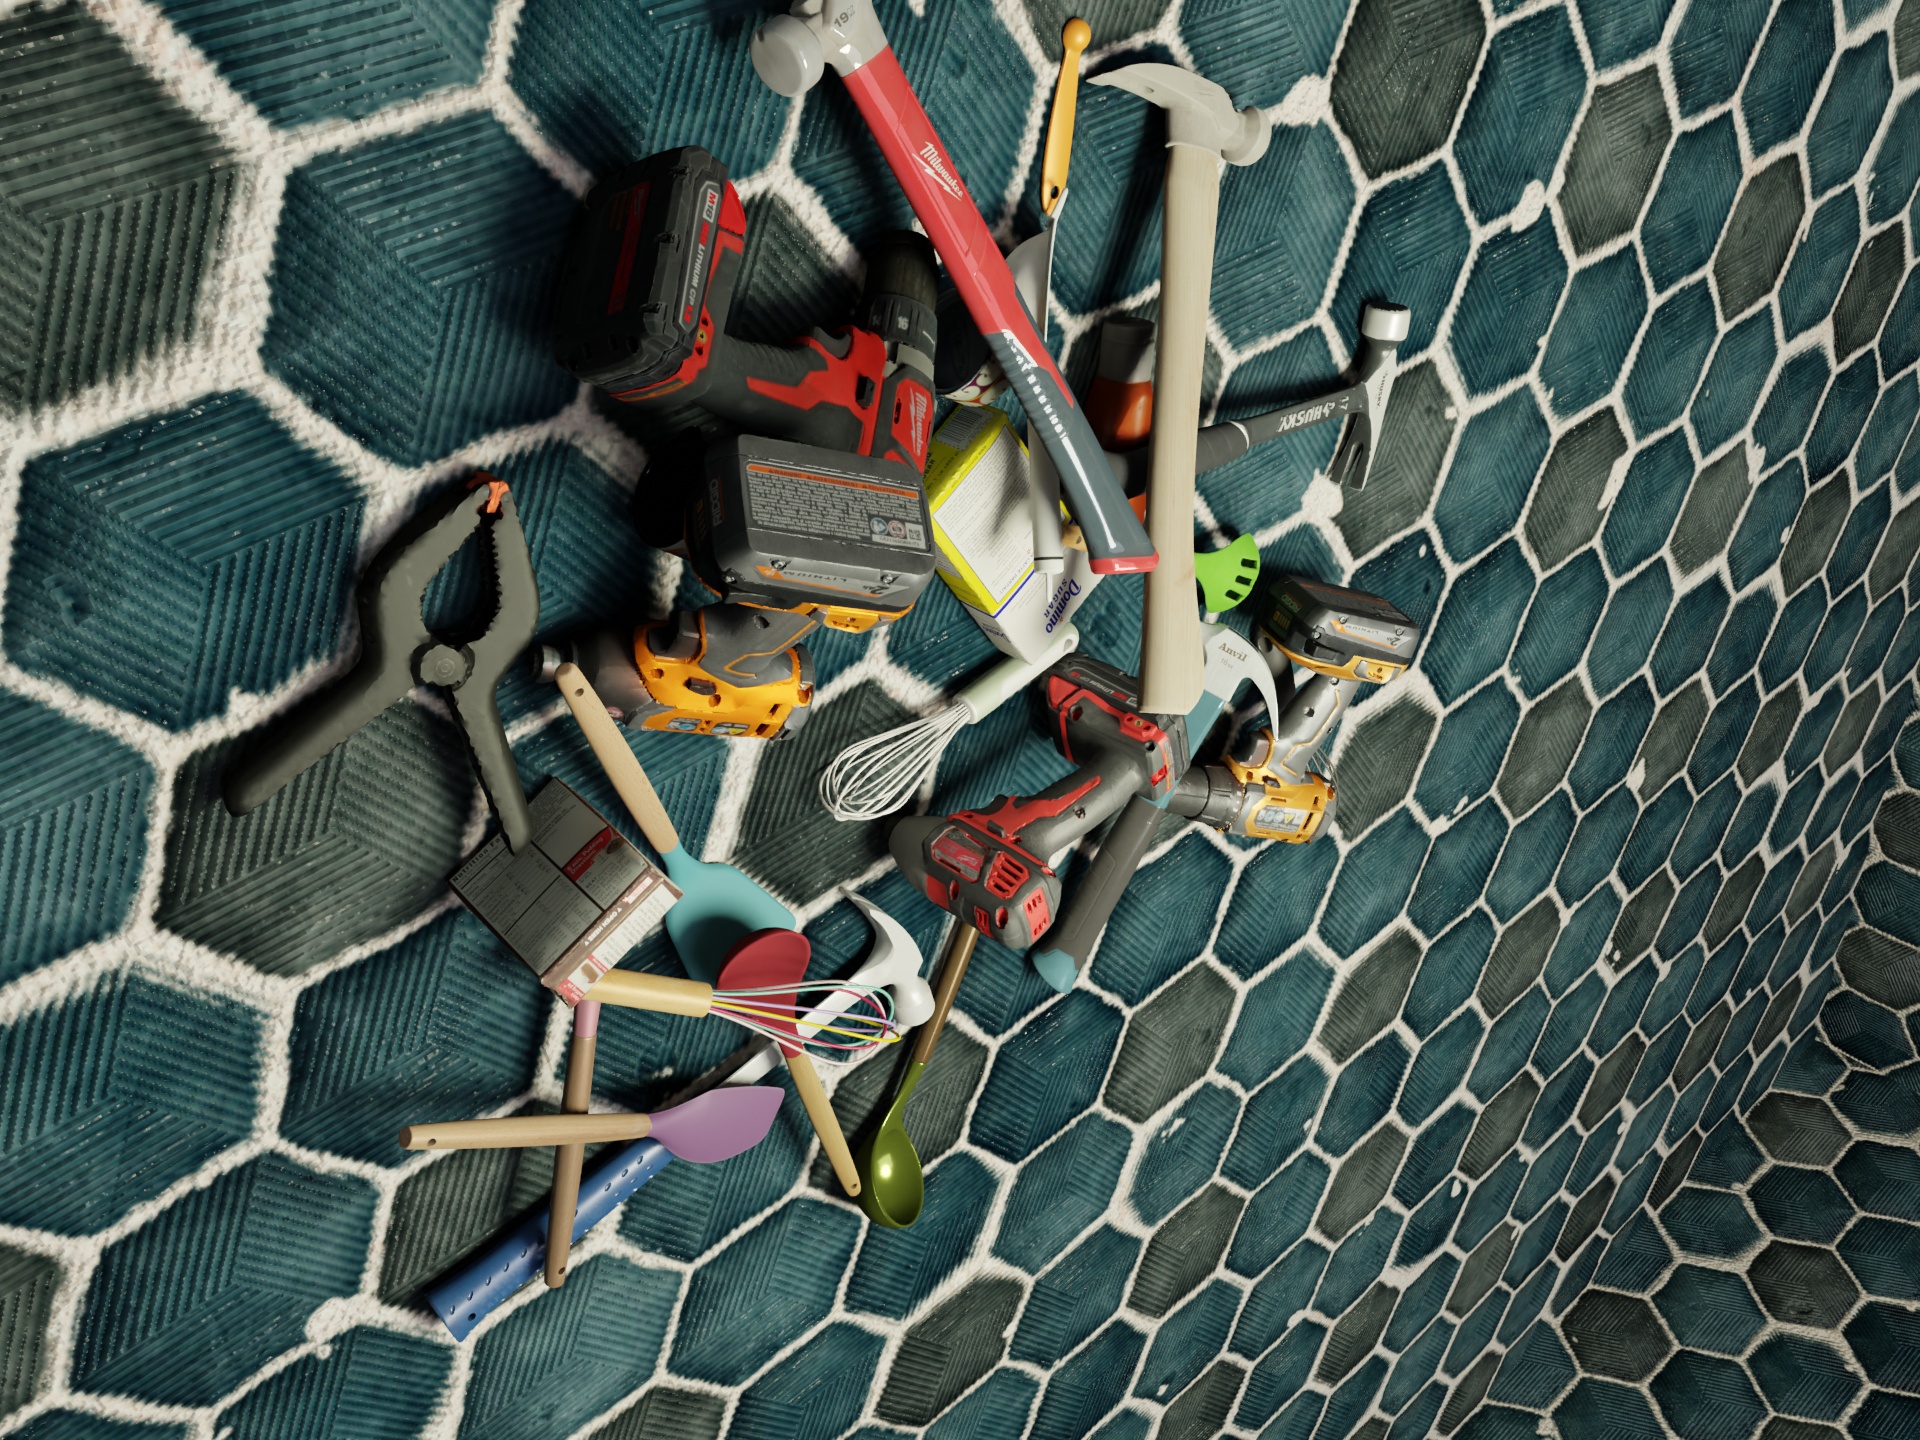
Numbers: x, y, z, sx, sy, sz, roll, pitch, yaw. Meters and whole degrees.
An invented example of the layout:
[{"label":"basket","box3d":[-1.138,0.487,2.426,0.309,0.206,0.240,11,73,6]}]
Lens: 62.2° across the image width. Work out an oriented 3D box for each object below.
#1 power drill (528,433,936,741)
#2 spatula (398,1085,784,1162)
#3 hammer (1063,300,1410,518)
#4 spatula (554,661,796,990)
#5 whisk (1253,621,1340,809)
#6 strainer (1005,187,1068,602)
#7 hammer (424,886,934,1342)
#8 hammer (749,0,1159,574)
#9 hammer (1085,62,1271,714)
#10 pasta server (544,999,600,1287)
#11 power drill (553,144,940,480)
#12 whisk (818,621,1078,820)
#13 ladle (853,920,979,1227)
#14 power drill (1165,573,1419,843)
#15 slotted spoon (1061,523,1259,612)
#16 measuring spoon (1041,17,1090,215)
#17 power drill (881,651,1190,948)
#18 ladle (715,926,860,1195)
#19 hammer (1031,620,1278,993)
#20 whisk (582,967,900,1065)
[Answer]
[{"label":"power drill","box3d":[-0.129,-0.059,0.860,0.164,0.084,0.226,5,152,-30]},{"label":"spatula","box3d":[-0.220,0.259,1.005,0.315,0.018,0.060,18,98,-55]},{"label":"hammer","box3d":[0.211,-0.207,1.171,0.409,0.036,0.149,-25,129,-43]},{"label":"spatula","box3d":[-0.178,0.066,0.962,0.082,0.044,0.317,-39,148,-16]},{"label":"whisk","box3d":[0.295,0.003,1.409,0.055,0.055,0.238,-41,132,-19]},{"label":"strainer","box3d":[0.049,-0.204,1.002,0.050,0.087,0.258,-3,92,3]},{"label":"hammer","box3d":[-0.187,0.272,1.105,0.405,0.035,0.143,-36,134,-23]},{"label":"hammer","box3d":[0.029,-0.249,0.917,0.143,0.038,0.386,-51,123,-29]},{"label":"hammer","box3d":[0.134,-0.210,1.033,0.146,0.038,0.410,2,91,-41]},{"label":"pasta server","box3d":[-0.243,0.216,0.999,0.060,0.040,0.316,-5,113,-42]},{"label":"power drill","box3d":[-0.093,-0.217,0.858,0.226,0.080,0.188,24,69,-47]},{"label":"whisk","box3d":[-0.002,-0.004,1.117,0.246,0.059,0.057,-37,146,-30]},{"label":"ladle","box3d":[-0.013,0.247,1.246,0.078,0.062,0.320,4,108,-64]},{"label":"power drill","box3d":[0.259,-0.003,1.319,0.185,0.084,0.226,9,116,-27]},{"label":"slotted spoon","box3d":[0.152,-0.118,1.164,0.313,0.031,0.070,2,115,-56]},{"label":"measuring spoon","box3d":[0.066,-0.374,0.991,0.021,0.011,0.116,-13,121,-39]},{"label":"power drill","box3d":[0.053,0.055,1.142,0.220,0.143,0.078,-43,141,-26]},{"label":"ladle","box3d":[-0.109,0.247,1.118,0.069,0.031,0.315,-28,133,-15]},{"label":"hammer","box3d":[0.145,0.074,1.278,0.331,0.128,0.033,-63,177,15]},{"label":"whisk","box3d":[-0.139,0.178,0.998,0.244,0.047,0.051,16,119,-34]}]
